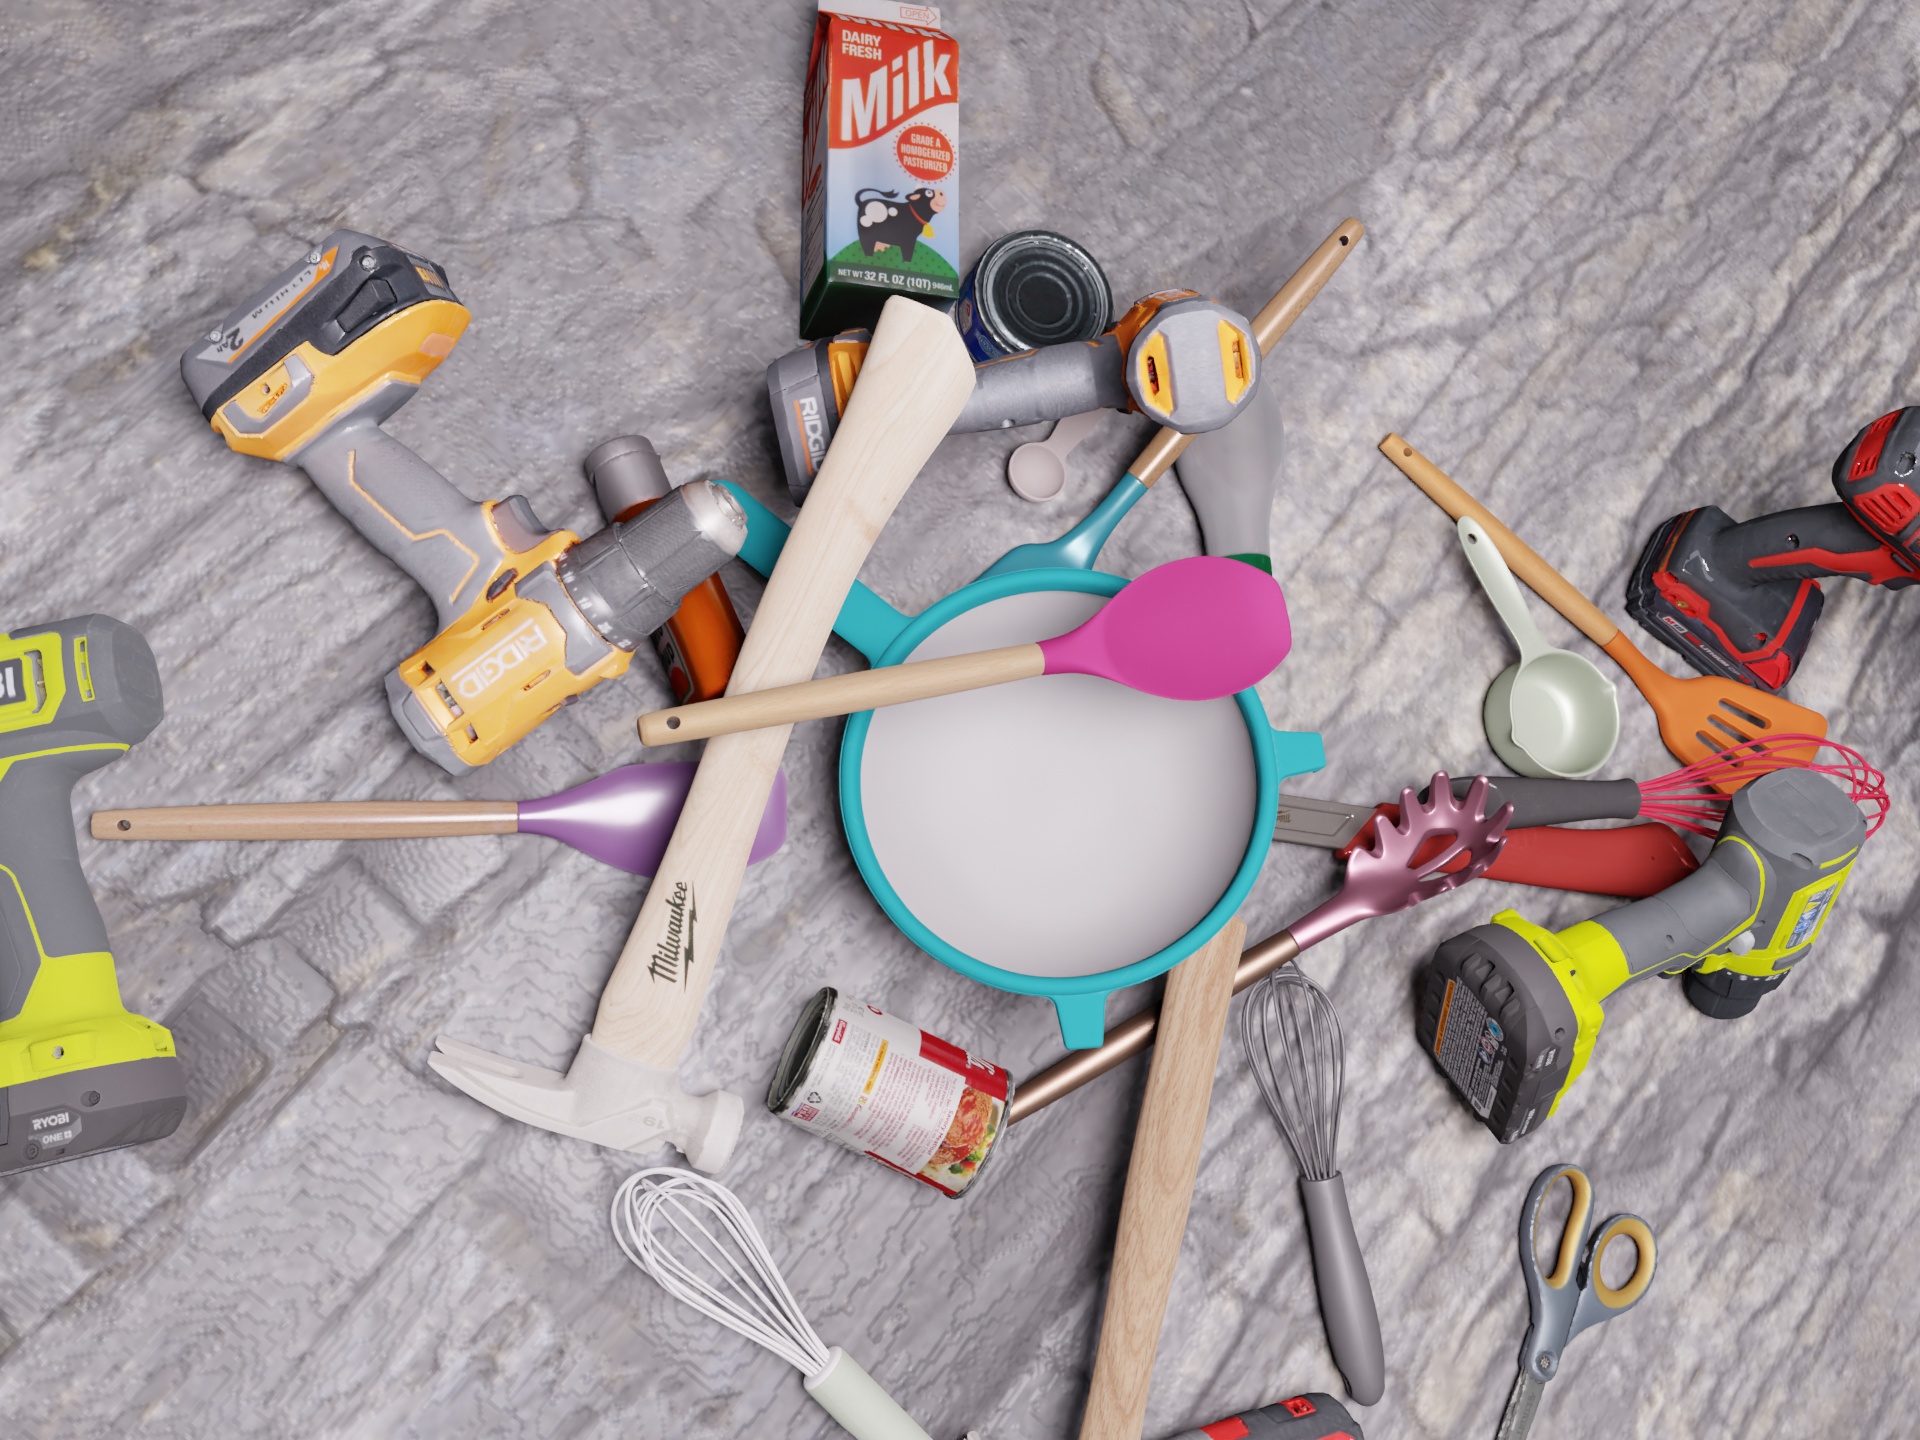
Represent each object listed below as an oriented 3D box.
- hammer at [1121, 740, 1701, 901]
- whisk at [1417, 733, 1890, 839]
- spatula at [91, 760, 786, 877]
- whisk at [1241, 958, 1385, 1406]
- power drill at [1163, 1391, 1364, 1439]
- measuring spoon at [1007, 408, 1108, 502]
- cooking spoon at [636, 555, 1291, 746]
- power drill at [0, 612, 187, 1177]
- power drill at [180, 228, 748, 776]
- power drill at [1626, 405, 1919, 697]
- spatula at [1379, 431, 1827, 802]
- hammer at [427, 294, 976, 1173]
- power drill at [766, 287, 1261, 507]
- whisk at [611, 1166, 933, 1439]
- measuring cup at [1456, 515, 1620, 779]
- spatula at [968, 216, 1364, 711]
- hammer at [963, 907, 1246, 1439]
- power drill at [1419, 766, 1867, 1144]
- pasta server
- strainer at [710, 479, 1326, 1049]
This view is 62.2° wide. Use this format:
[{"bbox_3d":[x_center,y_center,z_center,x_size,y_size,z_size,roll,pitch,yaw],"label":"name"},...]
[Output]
[{"bbox_3d":[0.259,0.076,0.901,0.359,0.036,0.149,9,77,-15],"label":"hammer"},{"bbox_3d":[0.397,0.044,0.902,0.295,0.073,0.073,-1,80,-11],"label":"whisk"},{"bbox_3d":[-0.238,0.049,0.760,0.315,0.018,0.060,1,91,-18],"label":"spatula"},{"bbox_3d":[0.193,0.244,0.844,0.055,0.055,0.239,-10,87,-19],"label":"whisk"},{"bbox_3d":[0.147,0.457,0.774,0.143,0.078,0.220,-8,79,-19],"label":"power drill"},{"bbox_3d":[0.064,-0.168,0.902,0.034,0.018,0.124,40,64,-7],"label":"measuring spoon"},{"bbox_3d":[0.012,-0.024,0.722,0.319,0.017,0.069,-11,87,-20],"label":"cooking spoon"},{"bbox_3d":[-0.419,0.079,0.665,0.171,0.080,0.223,-13,80,-5],"label":"power drill"},{"bbox_3d":[-0.223,-0.113,0.734,0.185,0.084,0.226,-34,92,9],"label":"power drill"},{"bbox_3d":[0.524,-0.077,0.911,0.188,0.226,0.080,35,72,-8],"label":"power drill"},{"bbox_3d":[0.381,-0.068,0.964,0.322,0.041,0.081,40,83,-5],"label":"spatula"},{"bbox_3d":[-0.104,0.003,0.723,0.146,0.038,0.410,21,96,-14],"label":"hammer"},{"bbox_3d":[0.028,-0.169,0.803,0.226,0.164,0.084,-9,106,5],"label":"power drill"},{"bbox_3d":[-0.072,0.302,0.754,0.059,0.058,0.246,-41,97,14],"label":"whisk"},{"bbox_3d":[0.328,-0.042,0.946,0.083,0.038,0.167,-24,86,-20],"label":"measuring cup"},{"bbox_3d":[0.117,-0.150,0.867,0.082,0.044,0.317,40,92,-7],"label":"spatula"},{"bbox_3d":[0.088,0.255,0.768,0.130,0.031,0.331,10,79,12],"label":"hammer"},{"bbox_3d":[0.371,0.137,0.868,0.228,0.190,0.080,-23,49,-12],"label":"power drill"},{"bbox_3d":[0.148,0.124,0.825,0.316,0.040,0.060,-29,50,-7],"label":"pasta server"},{"bbox_3d":[-0.001,-0.003,0.815,0.340,0.095,0.211,39,79,11],"label":"strainer"}]
